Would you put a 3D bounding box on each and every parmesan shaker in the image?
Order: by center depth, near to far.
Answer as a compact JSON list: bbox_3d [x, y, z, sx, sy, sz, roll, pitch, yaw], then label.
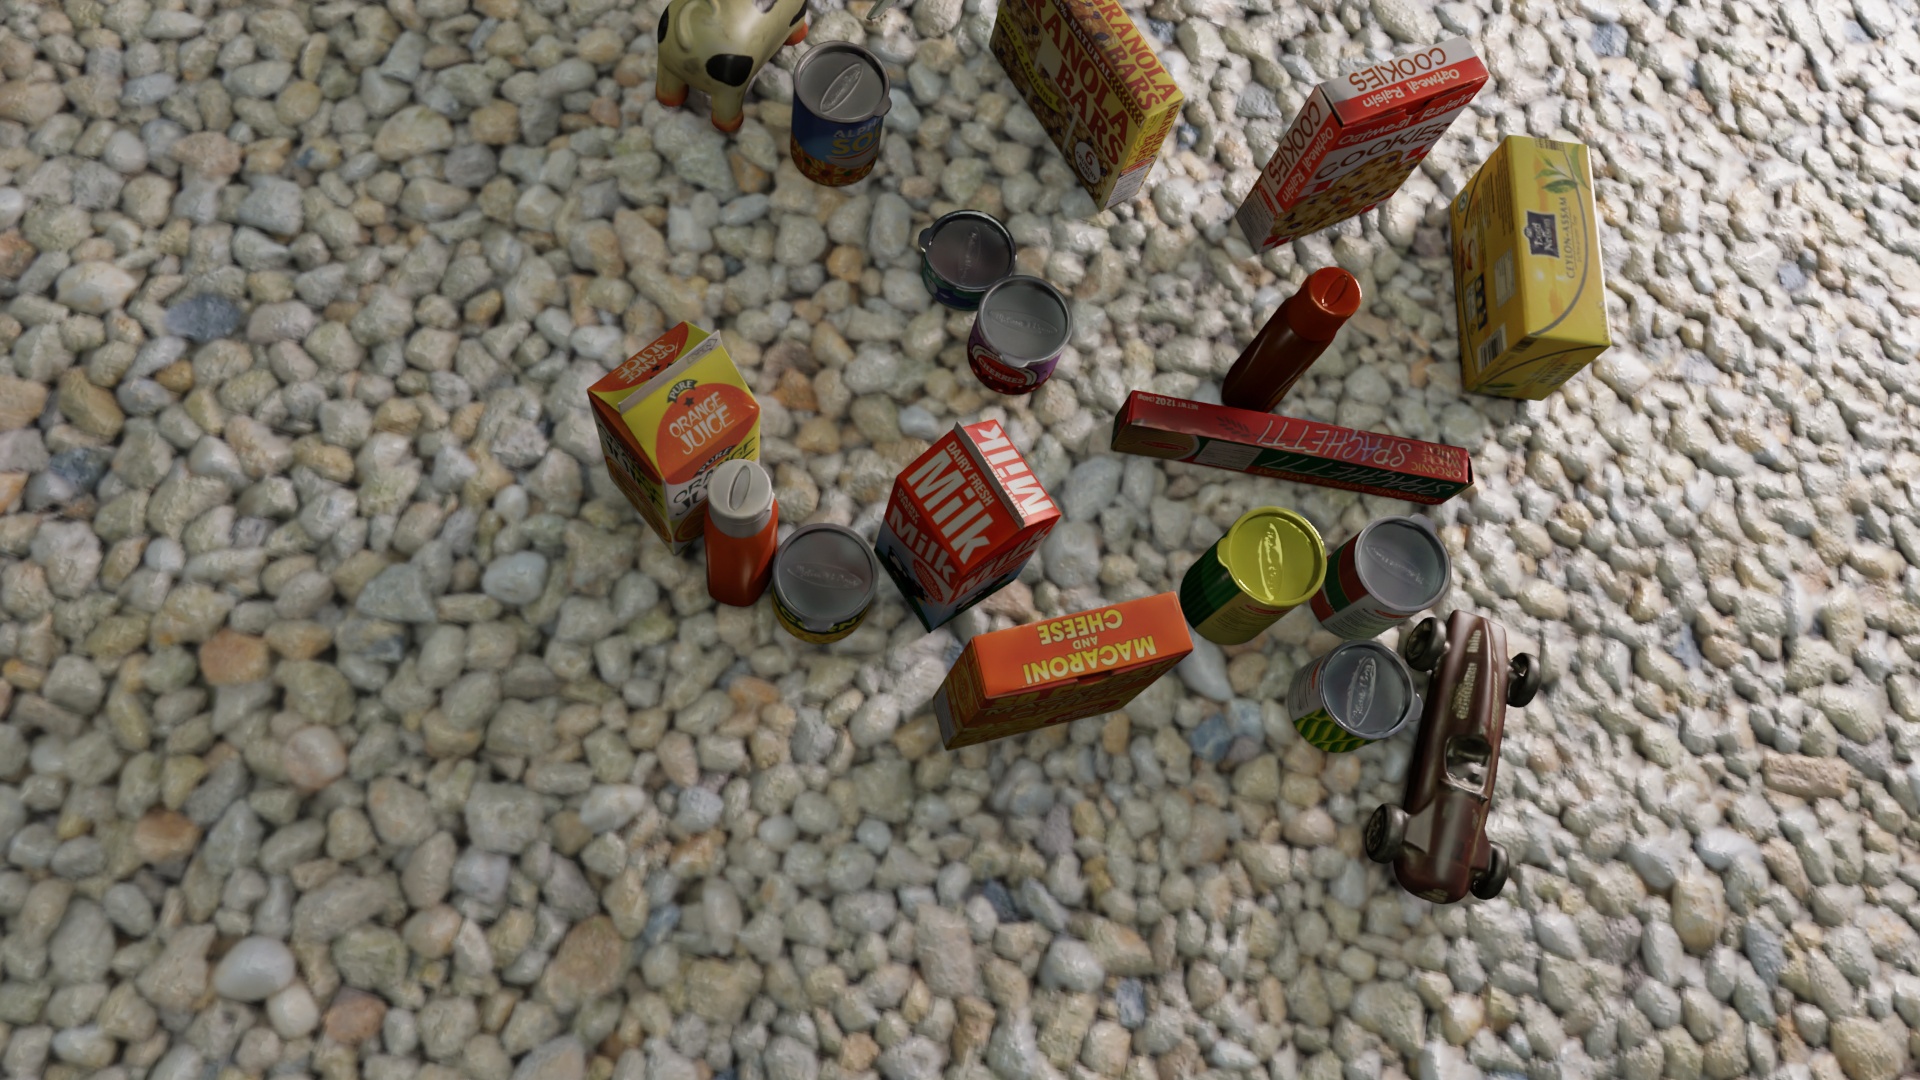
[{"bbox_3d":[0.187,0.025,0.913,0.071,0.102,0.071,3,72,-8],"label":"parmesan shaker"}]

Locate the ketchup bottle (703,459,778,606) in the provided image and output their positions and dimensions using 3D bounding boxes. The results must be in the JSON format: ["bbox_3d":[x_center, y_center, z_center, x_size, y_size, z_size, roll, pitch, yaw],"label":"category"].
[{"bbox_3d":[-0.134,-0.007,0.849,0.043,0.148,0.065,14,71,-4],"label":"ketchup bottle"}]

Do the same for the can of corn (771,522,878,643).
[{"bbox_3d":[-0.088,0.031,0.891,0.071,0.058,0.071,3,72,-8],"label":"can of corn"}]

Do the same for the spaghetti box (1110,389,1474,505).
[{"bbox_3d":[0.233,-0.064,0.978,0.250,0.050,0.029,9,71,-6],"label":"spaghetti box"}]

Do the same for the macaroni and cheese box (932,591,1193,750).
[{"bbox_3d":[0.057,0.083,0.839,0.124,0.166,0.040,-12,74,-12],"label":"macaroni and cheese box"}]

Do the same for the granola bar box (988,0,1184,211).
[{"bbox_3d":[0.088,-0.342,1.008,0.039,0.123,0.166,-28,78,-16],"label":"granola bar box"}]

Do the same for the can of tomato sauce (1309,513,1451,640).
[{"bbox_3d":[0.281,0.025,0.938,0.071,0.082,0.071,3,72,-8],"label":"can of tomato sauce"}]

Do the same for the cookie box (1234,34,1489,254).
[{"bbox_3d":[0.283,-0.279,0.995,0.123,0.167,0.040,-23,77,-15],"label":"cookie box"}]

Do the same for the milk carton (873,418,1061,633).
[{"bbox_3d":[0.003,-0.011,0.849,0.073,0.190,0.072,-31,79,-17],"label":"milk carton"}]

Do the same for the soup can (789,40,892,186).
[{"bbox_3d":[-0.085,-0.300,0.989,0.071,0.083,0.071,3,72,-8],"label":"soup can"}]

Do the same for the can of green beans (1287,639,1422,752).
[{"bbox_3d":[0.258,0.104,0.921,0.071,0.057,0.071,3,72,-8],"label":"can of green beans"}]

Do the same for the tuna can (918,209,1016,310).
[{"bbox_3d":[0.003,-0.201,0.997,0.071,0.032,0.071,3,71,-8],"label":"tuna can"}]

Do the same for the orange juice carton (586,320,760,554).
[{"bbox_3d":[-0.171,-0.065,0.839,0.072,0.192,0.073,-39,82,-18],"label":"orange juice carton"}]

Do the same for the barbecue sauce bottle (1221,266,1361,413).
[{"bbox_3d":[0.226,-0.136,0.949,0.044,0.148,0.065,37,71,4],"label":"barbecue sauce bottle"}]

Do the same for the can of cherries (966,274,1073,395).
[{"bbox_3d":[0.039,-0.140,0.968,0.071,0.058,0.071,3,72,-8],"label":"can of cherries"}]
